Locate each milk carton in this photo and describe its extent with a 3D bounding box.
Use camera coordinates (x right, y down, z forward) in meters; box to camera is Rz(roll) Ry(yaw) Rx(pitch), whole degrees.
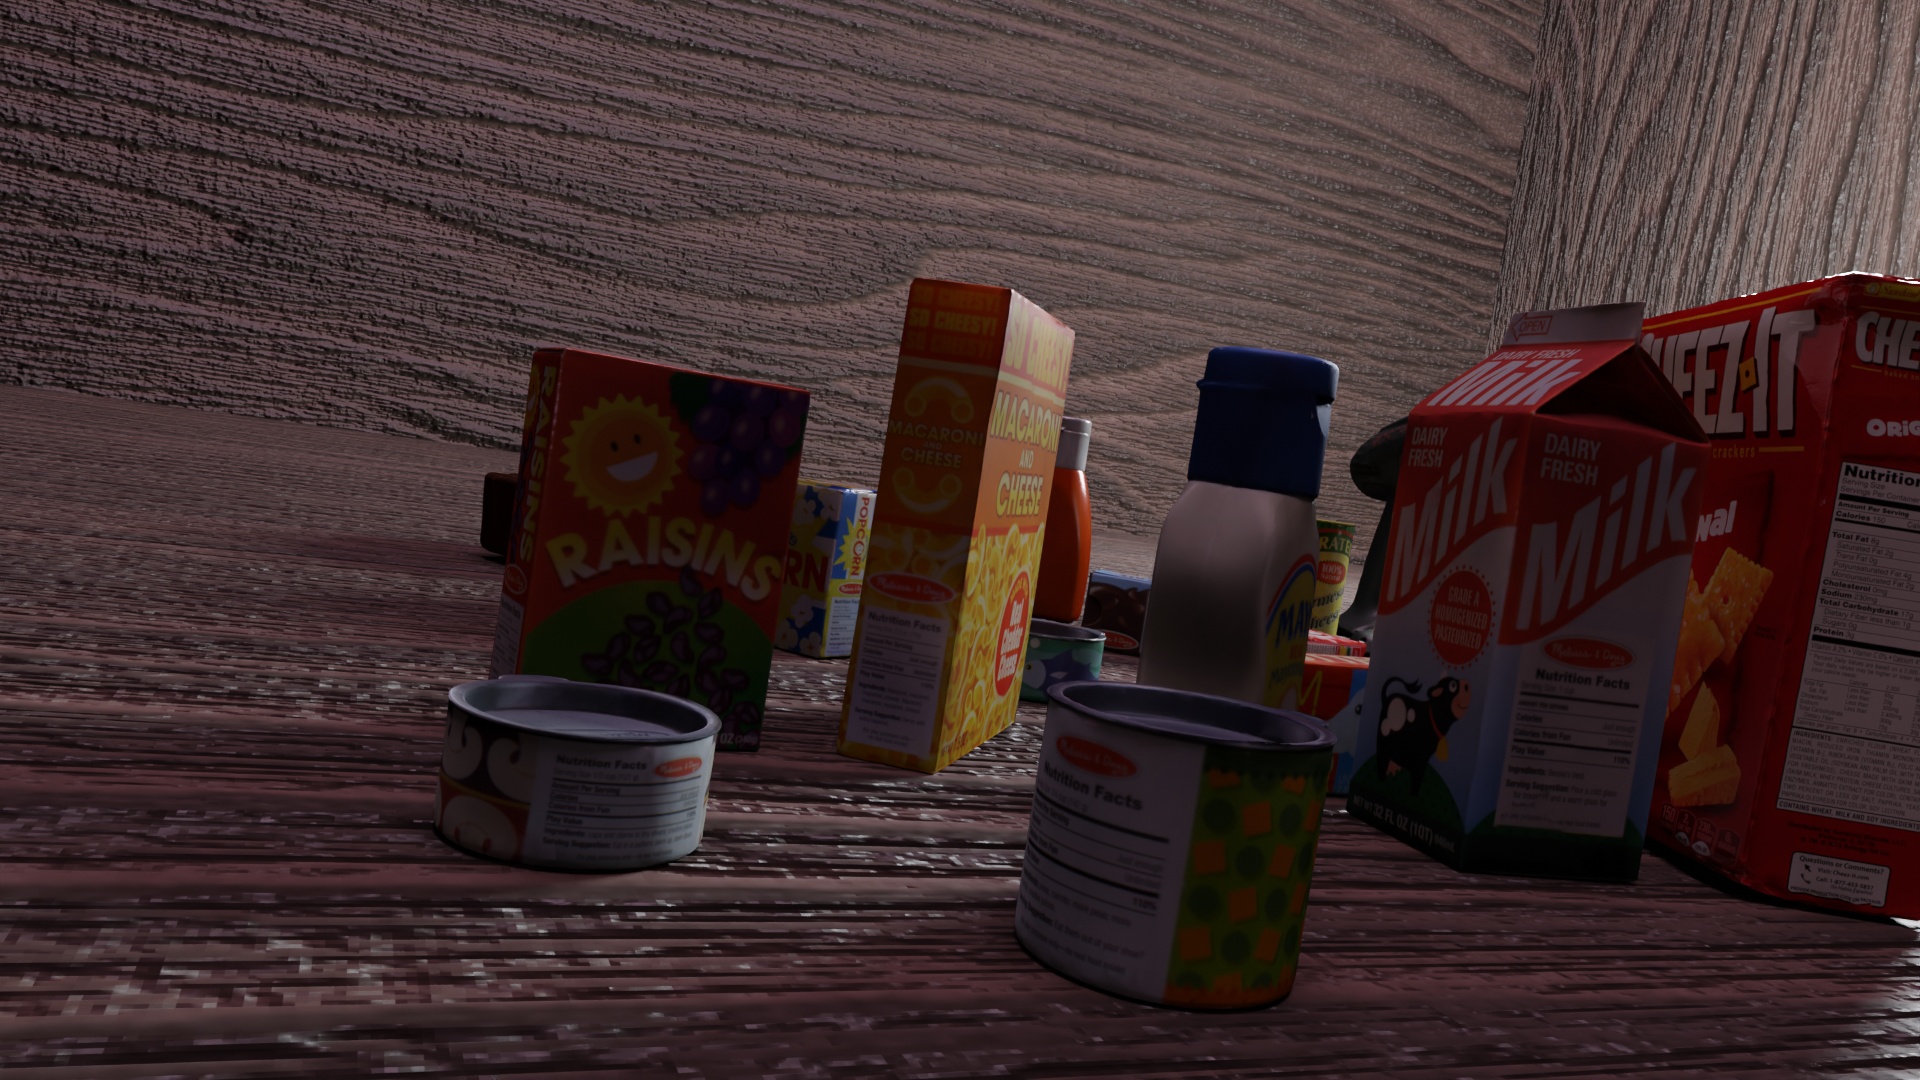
[{"bbox_3d":[0.197,0.013,0.482,0.073,0.190,0.072,8,3,-16],"label":"milk carton"}]

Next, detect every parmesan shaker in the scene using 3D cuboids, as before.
[{"bbox_3d":[0.245,0.034,1.003,0.071,0.103,0.071,9,3,0],"label":"parmesan shaker"}]

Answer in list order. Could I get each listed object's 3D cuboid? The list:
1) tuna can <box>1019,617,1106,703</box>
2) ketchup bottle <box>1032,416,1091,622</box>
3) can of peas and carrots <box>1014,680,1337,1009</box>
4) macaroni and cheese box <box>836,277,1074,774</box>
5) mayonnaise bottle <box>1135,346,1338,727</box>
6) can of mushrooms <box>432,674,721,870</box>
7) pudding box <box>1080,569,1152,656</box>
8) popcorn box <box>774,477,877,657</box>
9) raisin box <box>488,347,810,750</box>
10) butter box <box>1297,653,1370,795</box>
[{"bbox_3d":[0.038,0.058,0.677,0.071,0.033,0.071,9,3,0],"label":"tuna can"},{"bbox_3d":[0.068,-0.017,1.025,0.065,0.148,0.043,10,3,24],"label":"ketchup bottle"},{"bbox_3d":[0.051,0.067,0.321,0.071,0.058,0.071,9,3,0],"label":"can of peas and carrots"},{"bbox_3d":[0.002,-0.007,0.527,0.040,0.166,0.124,9,3,15],"label":"macaroni and cheese box"},{"bbox_3d":[0.075,0.022,0.386,0.041,0.148,0.065,10,3,30],"label":"mayonnaise bottle"},{"bbox_3d":[-0.097,0.056,0.348,0.071,0.033,0.071,9,3,0],"label":"can of mushrooms"},{"bbox_3d":[0.121,0.049,0.885,0.084,0.049,0.030,10,3,18],"label":"pudding box"},{"bbox_3d":[-0.103,0.007,0.719,0.127,0.085,0.038,11,3,33],"label":"popcorn box"},{"bbox_3d":[-0.102,0.004,0.457,0.086,0.123,0.040,7,3,-30],"label":"raisin box"},{"bbox_3d":[0.127,0.069,0.533,0.103,0.053,0.024,7,3,-25],"label":"butter box"}]
